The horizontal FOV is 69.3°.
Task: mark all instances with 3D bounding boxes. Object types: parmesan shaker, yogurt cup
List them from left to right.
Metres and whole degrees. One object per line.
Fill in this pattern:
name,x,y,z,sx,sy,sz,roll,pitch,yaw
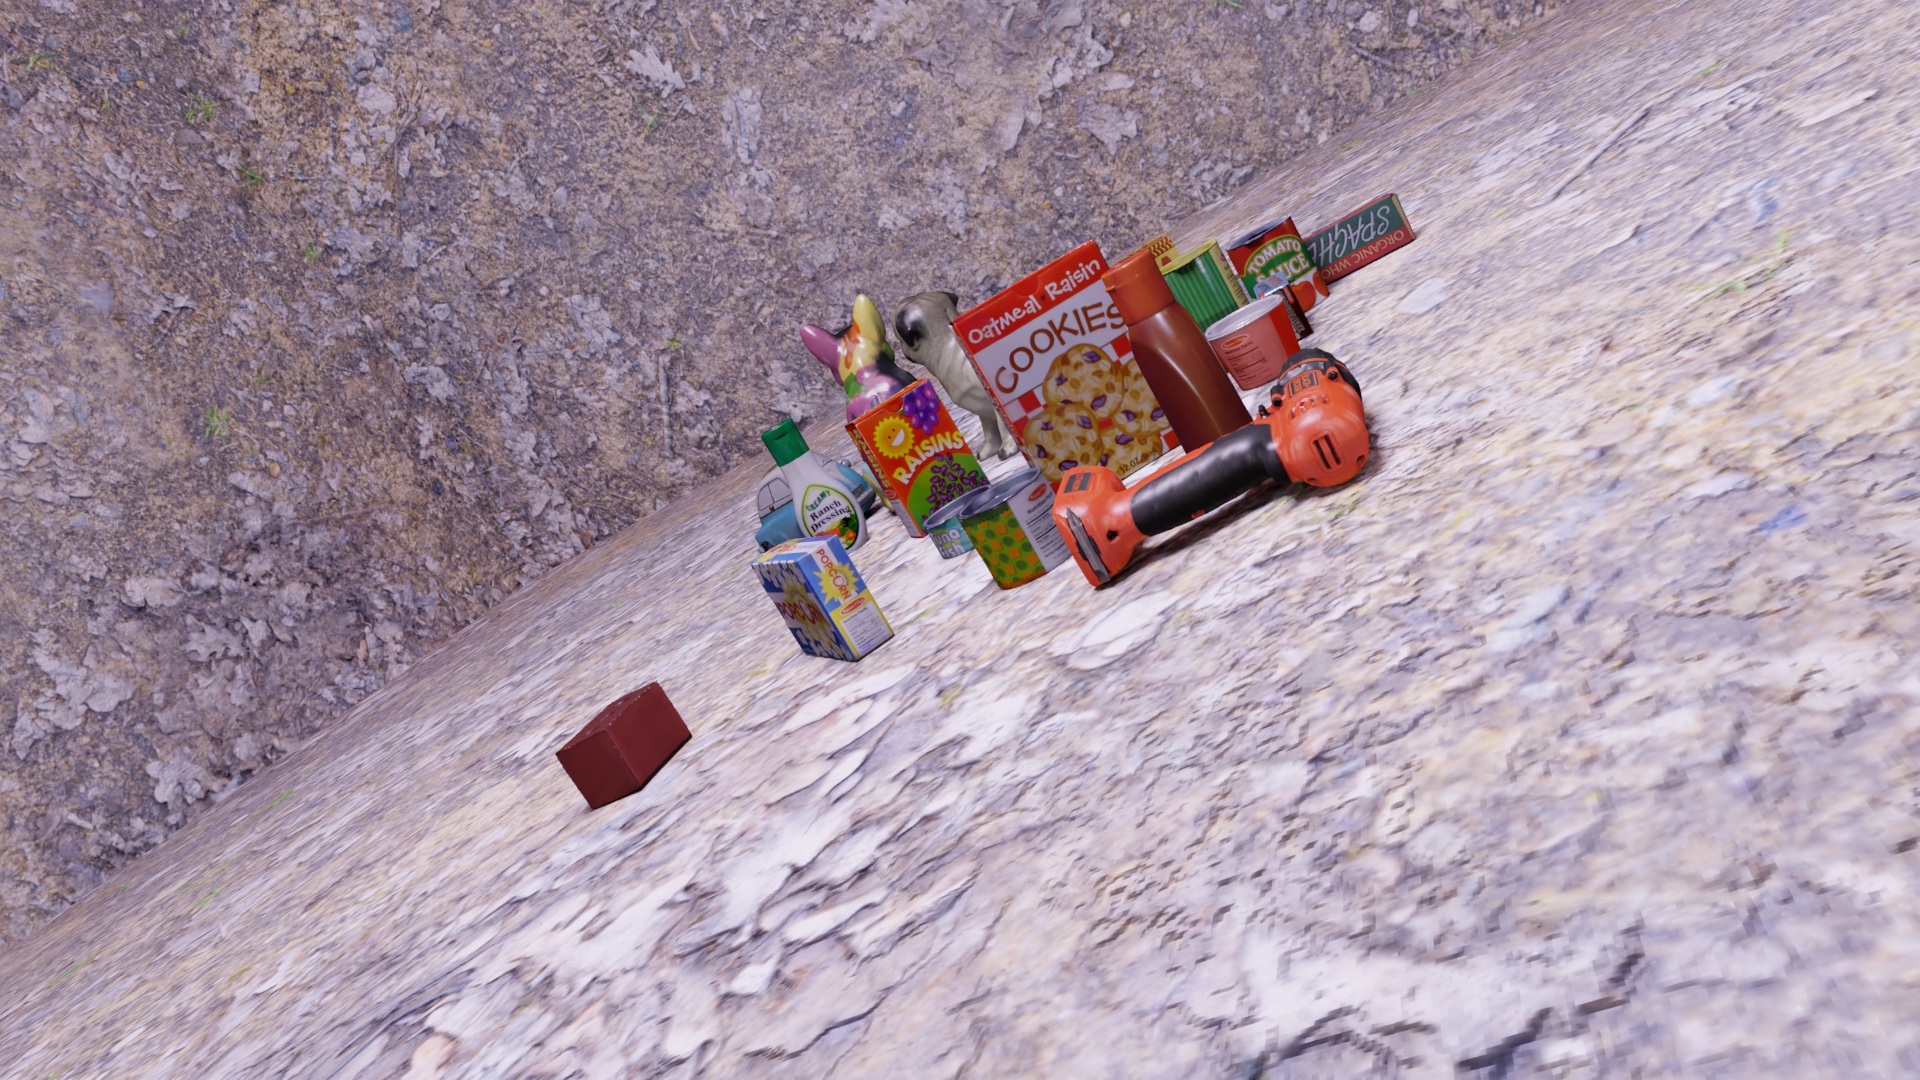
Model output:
parmesan shaker,0.218,-0.200,1.212,0.071,0.103,0.071,-30,11,6
yogurt cup,0.234,-0.154,1.095,0.072,0.054,0.072,-29,11,6

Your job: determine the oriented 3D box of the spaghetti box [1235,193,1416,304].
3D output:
spaghetti box,0.312,-0.253,1.342,0.249,0.050,0.029,-27,11,20

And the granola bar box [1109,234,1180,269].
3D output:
granola bar box,0.149,-0.185,1.270,0.166,0.124,0.039,-34,11,-17

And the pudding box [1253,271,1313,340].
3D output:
pudding box,0.277,-0.199,1.194,0.030,0.049,0.084,-28,11,16

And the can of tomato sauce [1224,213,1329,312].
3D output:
can of tomato sauce,0.293,-0.248,1.282,0.071,0.083,0.071,-30,11,6

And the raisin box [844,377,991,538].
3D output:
raisin box,-0.038,-0.076,1.279,0.086,0.123,0.040,-34,11,-17

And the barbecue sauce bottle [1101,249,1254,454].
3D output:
barbecue sauce bottle,0.144,-0.119,0.921,0.044,0.148,0.065,-34,11,-16

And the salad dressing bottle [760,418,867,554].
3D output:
salad dressing bottle,-0.149,-0.052,1.405,0.064,0.147,0.044,-31,10,-2

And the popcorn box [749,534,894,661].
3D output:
popcorn box,-0.104,0.042,1.024,0.038,0.085,0.126,-35,11,-20

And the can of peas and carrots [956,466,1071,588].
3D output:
can of peas and carrots,0.038,-0.008,0.940,0.071,0.058,0.071,-30,11,6

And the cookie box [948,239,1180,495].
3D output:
cookie box,0.085,-0.122,1.043,0.123,0.167,0.040,-31,10,-4

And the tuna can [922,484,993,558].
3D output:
tuna can,0.004,-0.014,1.130,0.071,0.032,0.071,-29,11,6
